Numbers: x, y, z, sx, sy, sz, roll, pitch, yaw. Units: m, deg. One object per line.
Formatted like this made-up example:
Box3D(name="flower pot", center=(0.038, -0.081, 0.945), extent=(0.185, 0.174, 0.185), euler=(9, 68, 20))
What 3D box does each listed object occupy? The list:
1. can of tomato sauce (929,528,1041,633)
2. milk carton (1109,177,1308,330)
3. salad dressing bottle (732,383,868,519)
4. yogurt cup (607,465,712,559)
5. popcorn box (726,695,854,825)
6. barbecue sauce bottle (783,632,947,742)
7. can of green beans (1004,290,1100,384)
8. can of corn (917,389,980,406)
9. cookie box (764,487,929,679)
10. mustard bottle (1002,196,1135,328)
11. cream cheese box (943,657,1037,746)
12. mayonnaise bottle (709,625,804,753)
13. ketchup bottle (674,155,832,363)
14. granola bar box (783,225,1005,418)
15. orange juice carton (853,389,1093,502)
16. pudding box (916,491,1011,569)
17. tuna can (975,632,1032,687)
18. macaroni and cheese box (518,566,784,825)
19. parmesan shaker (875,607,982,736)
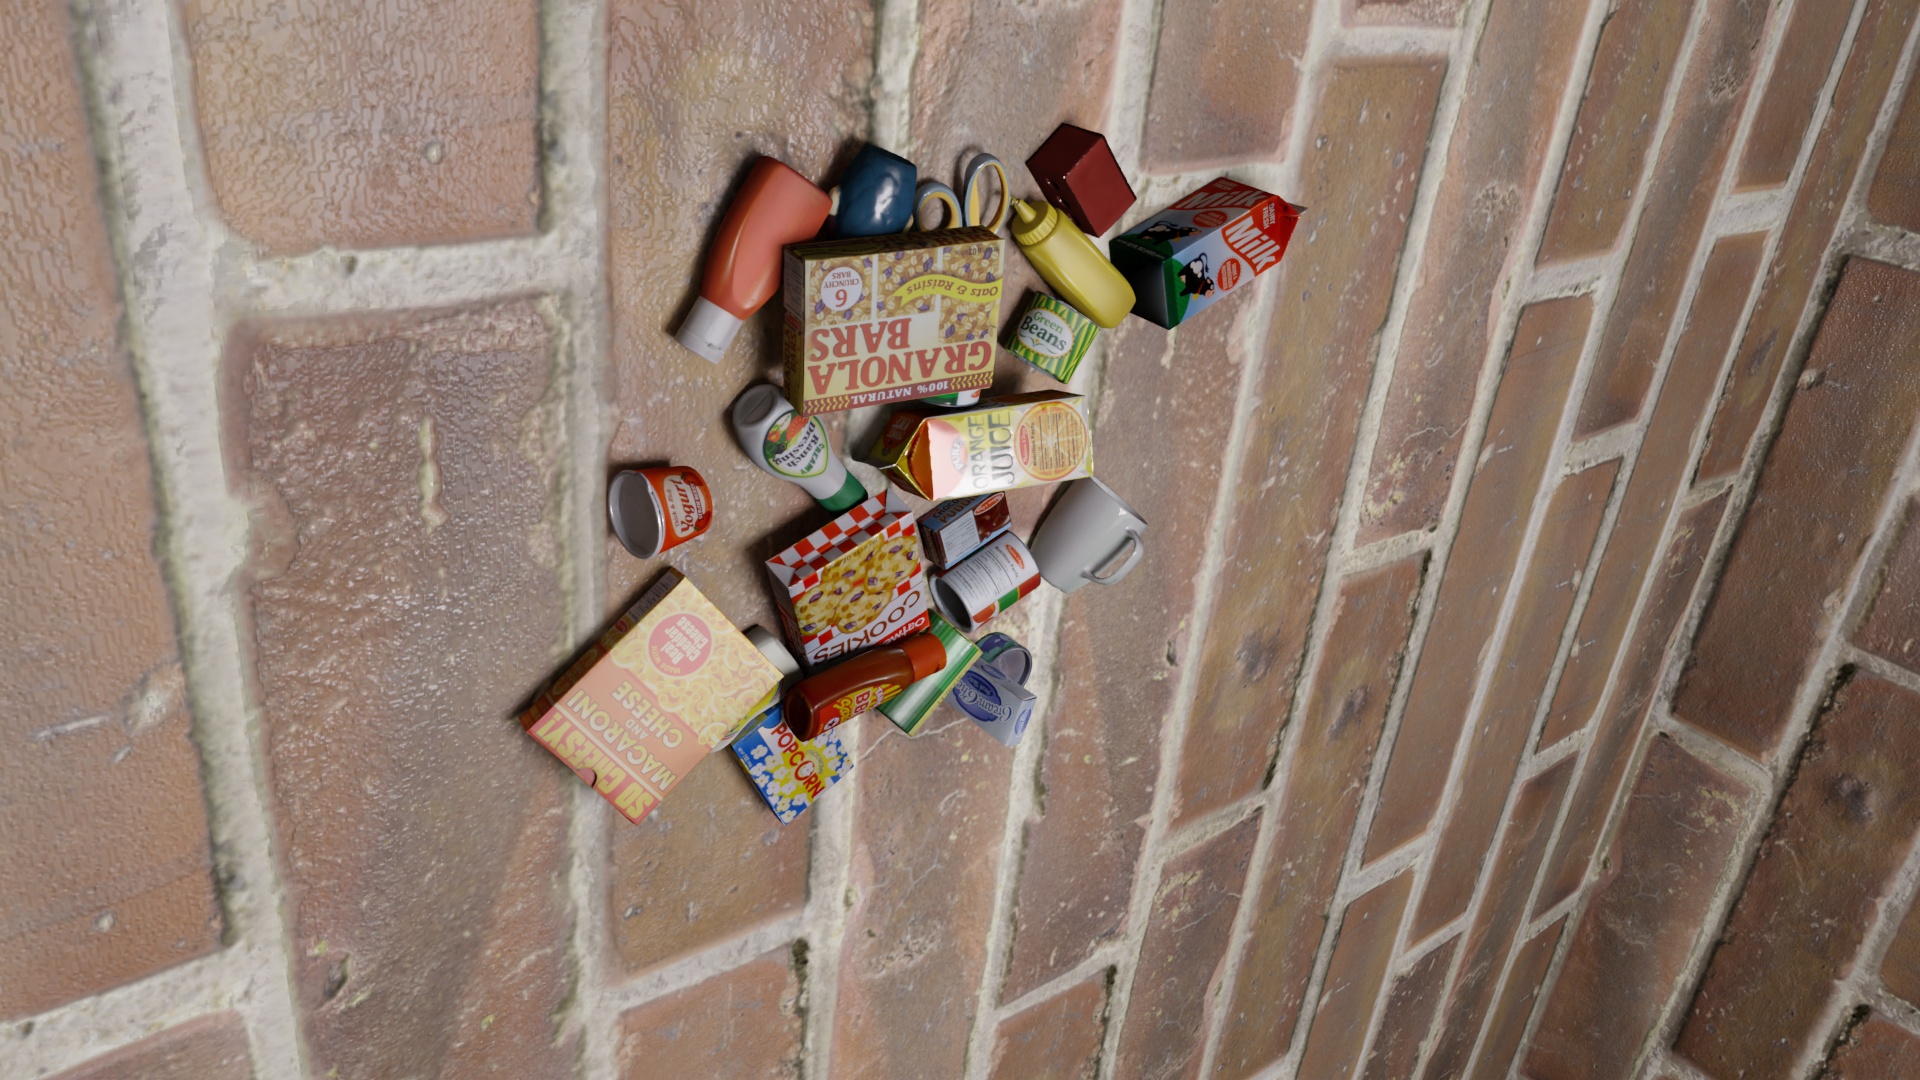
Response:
Box3D(name="can of tomato sauce", center=(0.022, 0.039, 1.299), extent=(0.083, 0.071, 0.070), euler=(-34, 133, -22))
Box3D(name="milk carton", center=(0.235, -0.278, 1.297), extent=(0.191, 0.072, 0.073), euler=(-34, 133, -24))
Box3D(name="salad dressing bottle", center=(-0.125, -0.067, 1.115), extent=(0.064, 0.044, 0.147), euler=(-50, 140, -7))
Box3D(name="yogurt cup", center=(-0.222, -0.024, 1.038), extent=(0.054, 0.072, 0.072), euler=(-19, 126, -44))
Box3D(name="popcorn box", center=(-0.156, 0.185, 1.243), extent=(0.085, 0.038, 0.126), euler=(-39, 135, -17))
Box3D(name="barbecue sauce bottle", center=(-0.080, 0.122, 1.204), extent=(0.149, 0.044, 0.064), euler=(-22, 152, -33))
Box3D(name="can of green beans", center=(0.080, -0.178, 1.220), extent=(0.071, 0.071, 0.058), euler=(26, 96, -48))
Box3D(name="can of corn", center=(-0.015, -0.150, 1.152), extent=(0.071, 0.071, 0.058), euler=(-9, 119, -39))
Box3D(name="cookie box", center=(-0.093, 0.047, 1.188), extent=(0.123, 0.040, 0.166), euler=(-33, 146, -19))
Box3D(name="mustard bottle", center=(0.088, -0.245, 1.191), extent=(0.049, 0.065, 0.160), euler=(-51, 130, -1))
Box3D(name="cream cheese box", center=(0.023, 0.149, 1.337), extent=(0.024, 0.104, 0.053), euler=(-4, 119, -49))
Box3D(name="mayonnaise bottle", center=(-0.204, 0.142, 1.169), extent=(0.148, 0.041, 0.064), euler=(-43, 129, -15))
Box3D(name="ketchup bottle", center=(-0.154, -0.200, 1.007), extent=(0.064, 0.043, 0.148), euler=(29, 94, -47))
Box3D(name="granola bar box", center=(-0.050, -0.166, 1.045), extent=(0.166, 0.039, 0.123), euler=(-12, 124, -26))
Box3D(name="orange juice carton", center=(0.010, -0.079, 1.179), extent=(0.193, 0.072, 0.073), euler=(-10, 103, -20))
Box3D(name="pudding box", center=(0.005, -0.016, 1.275), extent=(0.084, 0.030, 0.049), euler=(-34, 132, -23))
Box3D(name="tuna can", center=(0.035, 0.129, 1.388), extent=(0.071, 0.033, 0.070), euler=(-22, 127, -32))
Box3D(name="macaroni and cheese box", center=(-0.242, 0.123, 1.098), extent=(0.167, 0.040, 0.123), euler=(-46, 117, -12))
Box3D(name="parmesan shaker", center=(-0.037, 0.123, 1.291), extent=(0.103, 0.071, 0.071), euler=(-50, 137, -7))
